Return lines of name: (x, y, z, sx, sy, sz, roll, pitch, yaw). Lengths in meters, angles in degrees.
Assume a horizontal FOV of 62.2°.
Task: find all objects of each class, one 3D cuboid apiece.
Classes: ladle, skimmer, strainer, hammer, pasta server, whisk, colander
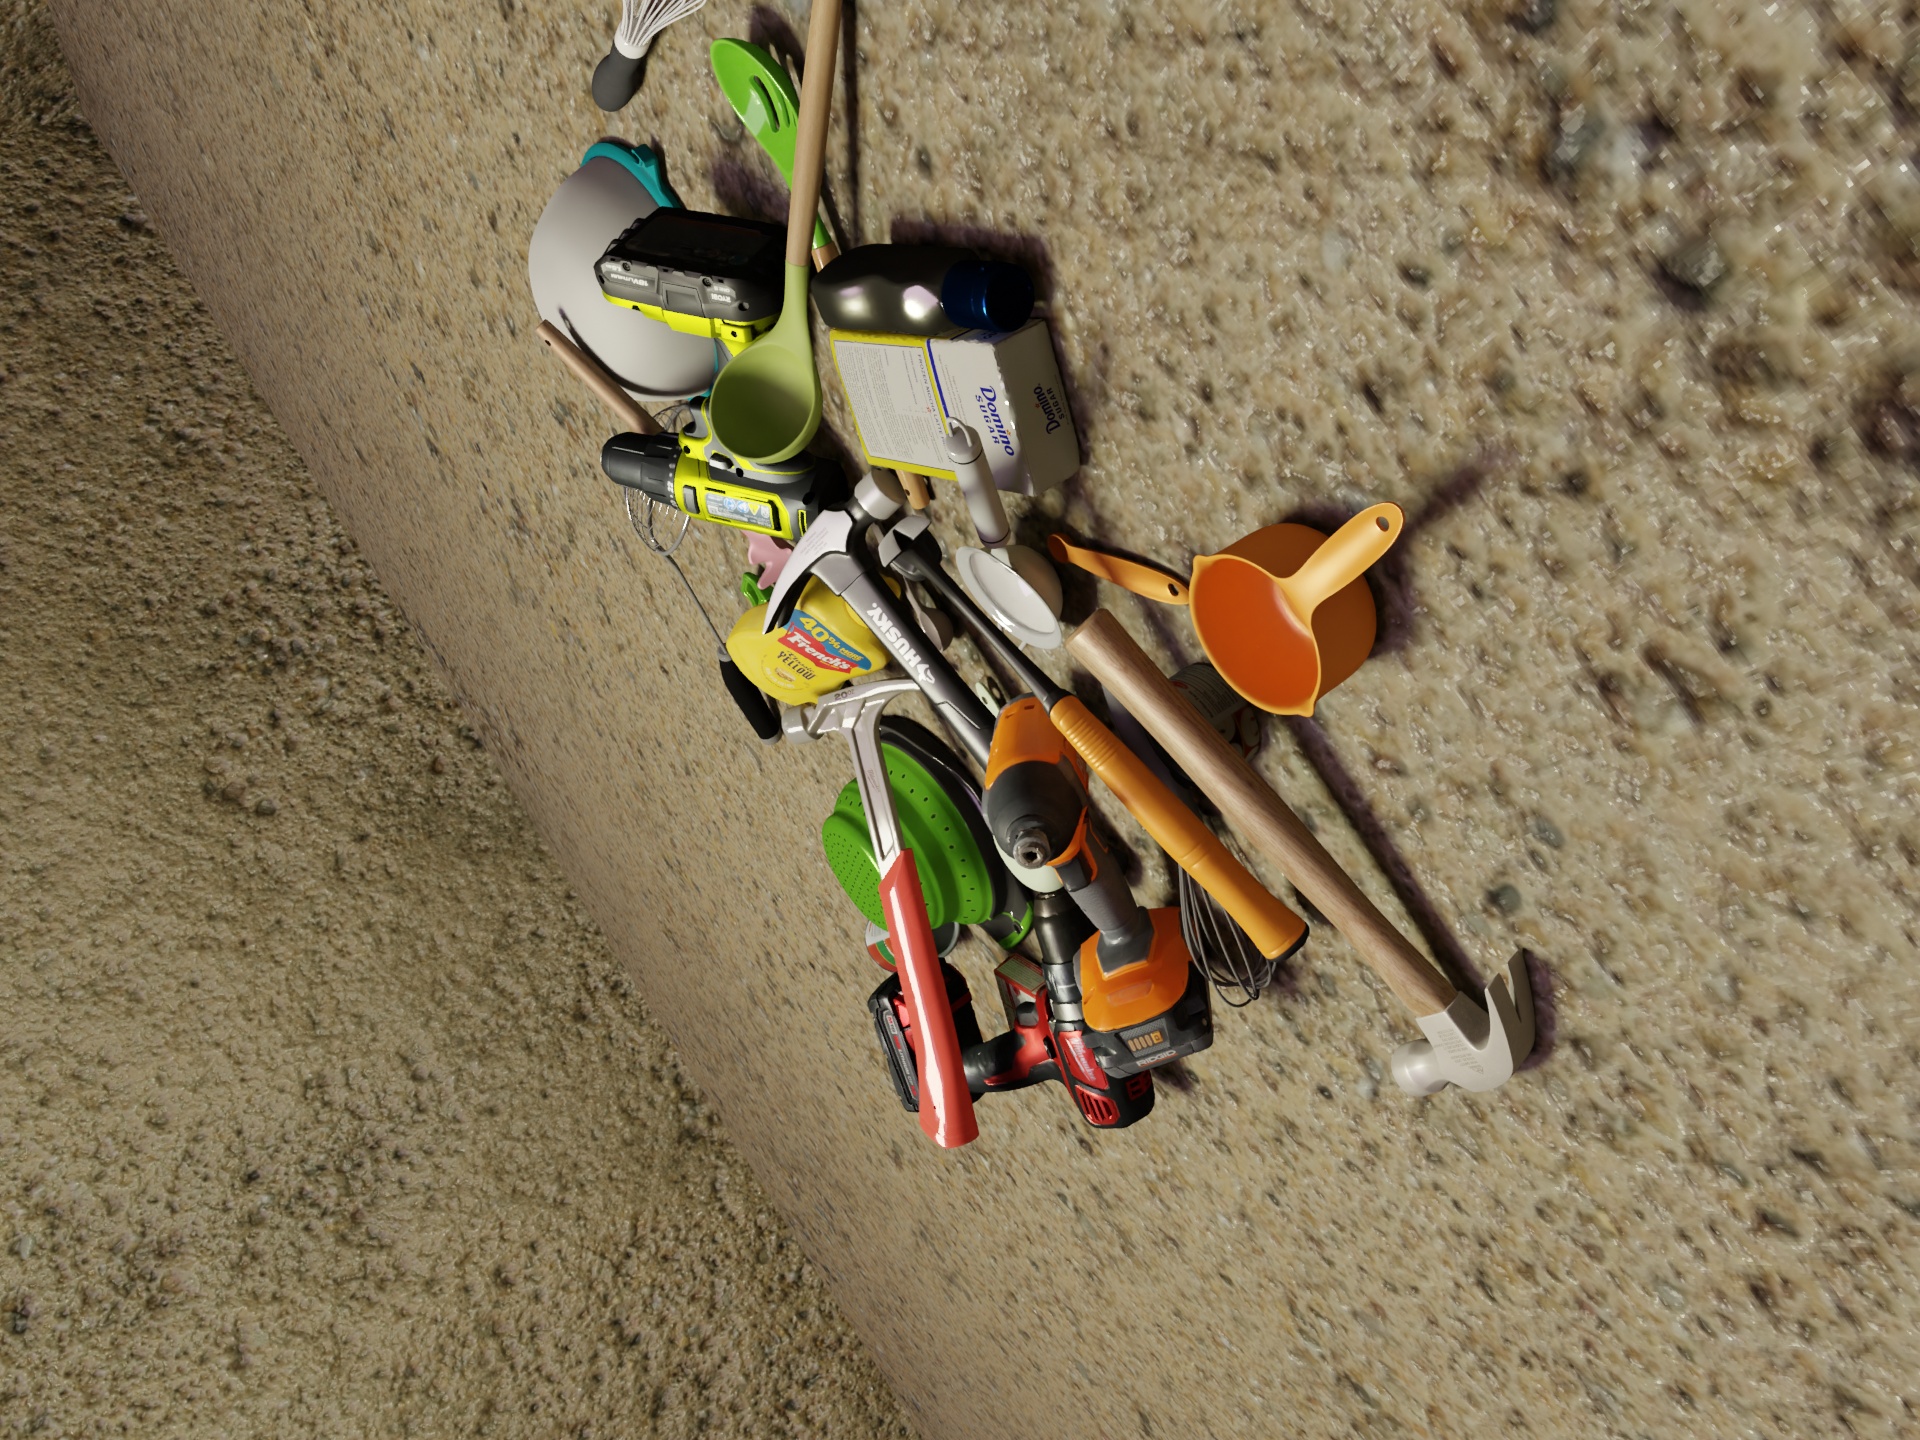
ladle: (-0.101, -0.292, 0.937, 0.078, 0.062, 0.320, 34, 136, 21)
skimmer: (-0.209, -0.116, 1.435, 0.127, 0.090, 0.362, -118, 4, -46)
strainer: (0.023, -0.107, 0.923, 0.087, 0.050, 0.258, 37, 170, 21)
hammer: (-0.034, 0.147, 1.214, 0.149, 0.036, 0.359, -13, 91, 32)
strainer: (-0.309, -0.342, 1.286, 0.341, 0.095, 0.210, 19, 135, 54)
pasta server: (-0.212, -0.188, 1.241, 0.316, 0.040, 0.060, 44, 146, -20)
whisk: (0.136, 0.068, 0.977, 0.055, 0.055, 0.239, -8, 108, 64)
hammer: (0.078, 0.012, 0.909, 0.337, 0.034, 0.127, 46, -177, -4)
hammer: (-0.002, -0.004, 1.112, 0.146, 0.035, 0.335, -41, 87, 28)
hammer: (0.179, 0.068, 0.854, 0.331, 0.031, 0.130, 47, 152, 1)
whisk: (-0.203, -0.450, 1.013, 0.070, 0.070, 0.285, 63, 160, -9)
colander: (-0.097, 0.044, 1.335, 0.397, 0.094, 0.204, 52, 155, 13)

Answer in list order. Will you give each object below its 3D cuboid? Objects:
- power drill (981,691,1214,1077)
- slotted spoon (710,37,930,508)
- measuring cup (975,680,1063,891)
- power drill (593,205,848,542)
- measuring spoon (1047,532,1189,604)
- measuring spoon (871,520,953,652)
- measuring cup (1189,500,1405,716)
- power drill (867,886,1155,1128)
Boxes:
power drill: (0.081, 0.109, 0.995, 0.226, 0.084, 0.164, 62, -164, -20)
slotted spoon: (-0.079, -0.277, 1.008, 0.070, 0.031, 0.313, 19, 137, 55)
measuring cup: (0.037, 0.052, 1.153, 0.083, 0.038, 0.167, 7, 127, 60)
power drill: (-0.182, -0.235, 1.121, 0.190, 0.080, 0.228, 15, 137, 17)
measuring spoon: (0.093, -0.089, 0.921, 0.117, 0.011, 0.021, 27, 142, 44)
measuring spoon: (-0.036, -0.106, 1.145, 0.124, 0.018, 0.034, 62, 165, 8)
measuring cup: (0.172, -0.067, 0.741, 0.095, 0.052, 0.173, 55, 154, 8)
power drill: (0.036, 0.225, 1.249, 0.227, 0.080, 0.188, -10, 101, 41)
